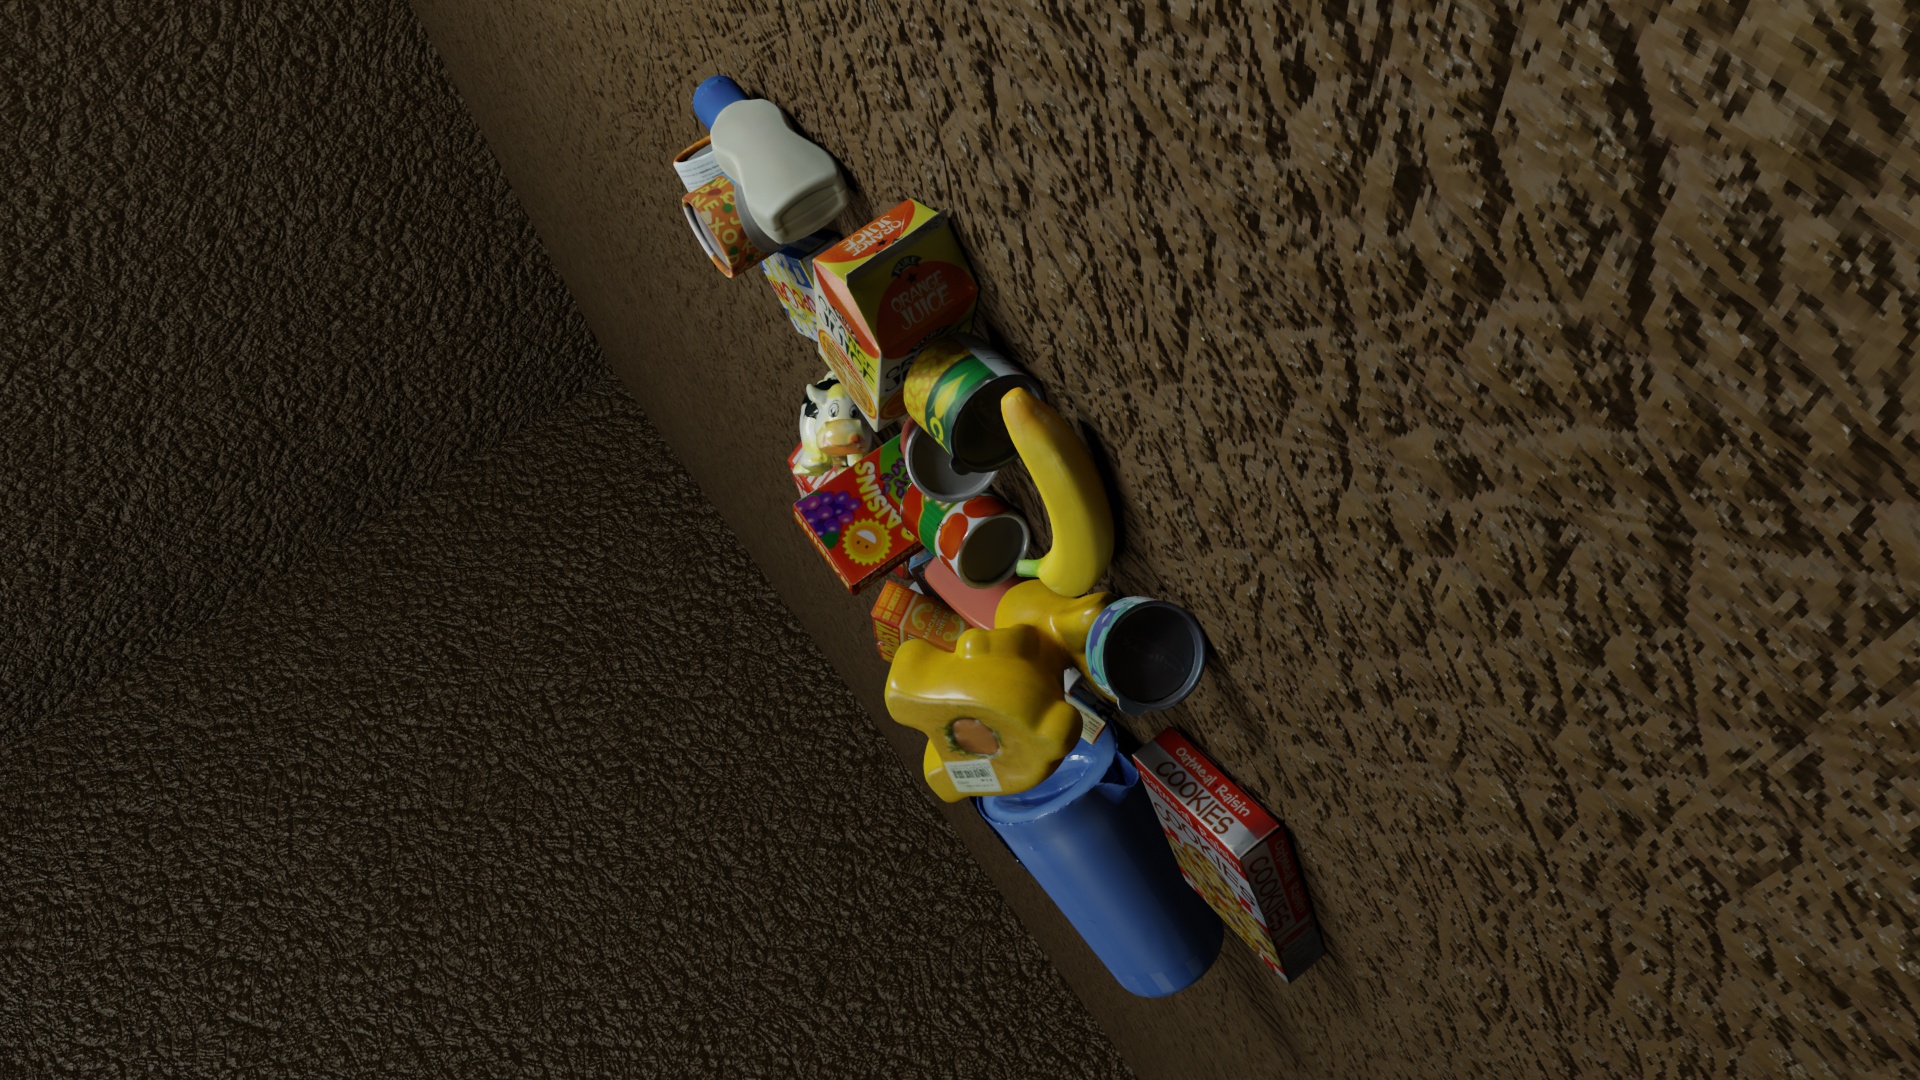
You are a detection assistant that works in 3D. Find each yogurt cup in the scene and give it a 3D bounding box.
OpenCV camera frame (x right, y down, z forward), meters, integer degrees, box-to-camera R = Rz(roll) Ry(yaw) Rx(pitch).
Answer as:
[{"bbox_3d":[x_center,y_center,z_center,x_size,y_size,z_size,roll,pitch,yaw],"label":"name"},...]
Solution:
[{"bbox_3d":[-0.010,-0.065,0.963,0.072,0.072,0.054,60,175,-21],"label":"yogurt cup"}]

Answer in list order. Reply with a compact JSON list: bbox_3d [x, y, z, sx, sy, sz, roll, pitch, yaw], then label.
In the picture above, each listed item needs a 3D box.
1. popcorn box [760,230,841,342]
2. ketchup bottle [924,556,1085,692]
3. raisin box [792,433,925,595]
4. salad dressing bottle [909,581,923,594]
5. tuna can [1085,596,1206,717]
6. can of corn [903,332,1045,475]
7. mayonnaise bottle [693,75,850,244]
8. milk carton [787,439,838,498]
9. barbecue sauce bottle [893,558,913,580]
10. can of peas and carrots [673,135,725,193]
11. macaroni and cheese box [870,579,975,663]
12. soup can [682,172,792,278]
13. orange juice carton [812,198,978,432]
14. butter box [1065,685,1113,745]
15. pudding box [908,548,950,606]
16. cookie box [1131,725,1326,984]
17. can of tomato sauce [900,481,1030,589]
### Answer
[{"bbox_3d":[-0.110,-0.194,1.064,0.085,0.038,0.127,61,167,-27],"label":"popcorn box"},{"bbox_3d":[0.043,0.056,1.088,0.149,0.065,0.043,44,176,16],"label":"ketchup bottle"},{"bbox_3d":[-0.061,-0.025,1.120,0.086,0.123,0.040,53,167,11],"label":"raisin box"},{"bbox_3d":[-0.006,0.084,1.393,0.148,0.044,0.064,37,158,56],"label":"salad dressing bottle"},{"bbox_3d":[0.109,0.069,0.830,0.071,0.071,0.033,58,169,-10],"label":"tuna can"},{"bbox_3d":[0.006,-0.081,0.831,0.058,0.071,0.071,46,165,42],"label":"can of corn"},{"bbox_3d":[-0.133,-0.260,0.930,0.148,0.065,0.041,53,172,34],"label":"mayonnaise bottle"},{"bbox_3d":[-0.118,-0.050,1.403,0.072,0.073,0.189,51,167,24],"label":"milk carton"},{"bbox_3d":[-0.054,-0.011,1.328,0.065,0.044,0.148,59,169,15],"label":"barbecue sauce bottle"},{"bbox_3d":[-0.171,-0.272,1.039,0.071,0.071,0.058,36,157,58],"label":"can of peas and carrots"},{"bbox_3d":[0.007,0.102,1.214,0.166,0.040,0.123,22,159,10],"label":"macaroni and cheese box"},{"bbox_3d":[-0.143,-0.233,0.979,0.071,0.084,0.071,52,167,17],"label":"soup can"},{"bbox_3d":[-0.042,-0.142,0.855,0.073,0.072,0.192,54,168,9],"label":"orange juice carton"},{"bbox_3d":[0.073,0.120,1.111,0.103,0.024,0.053,34,-170,8],"label":"butter box"},{"bbox_3d":[-0.020,0.023,1.244,0.049,0.030,0.084,60,-167,-18],"label":"pudding box"},{"bbox_3d":[0.193,0.225,0.995,0.123,0.040,0.166,42,163,49],"label":"cookie box"},{"bbox_3d":[0.004,-0.013,1.041,0.083,0.071,0.071,42,162,45],"label":"can of tomato sauce"}]
